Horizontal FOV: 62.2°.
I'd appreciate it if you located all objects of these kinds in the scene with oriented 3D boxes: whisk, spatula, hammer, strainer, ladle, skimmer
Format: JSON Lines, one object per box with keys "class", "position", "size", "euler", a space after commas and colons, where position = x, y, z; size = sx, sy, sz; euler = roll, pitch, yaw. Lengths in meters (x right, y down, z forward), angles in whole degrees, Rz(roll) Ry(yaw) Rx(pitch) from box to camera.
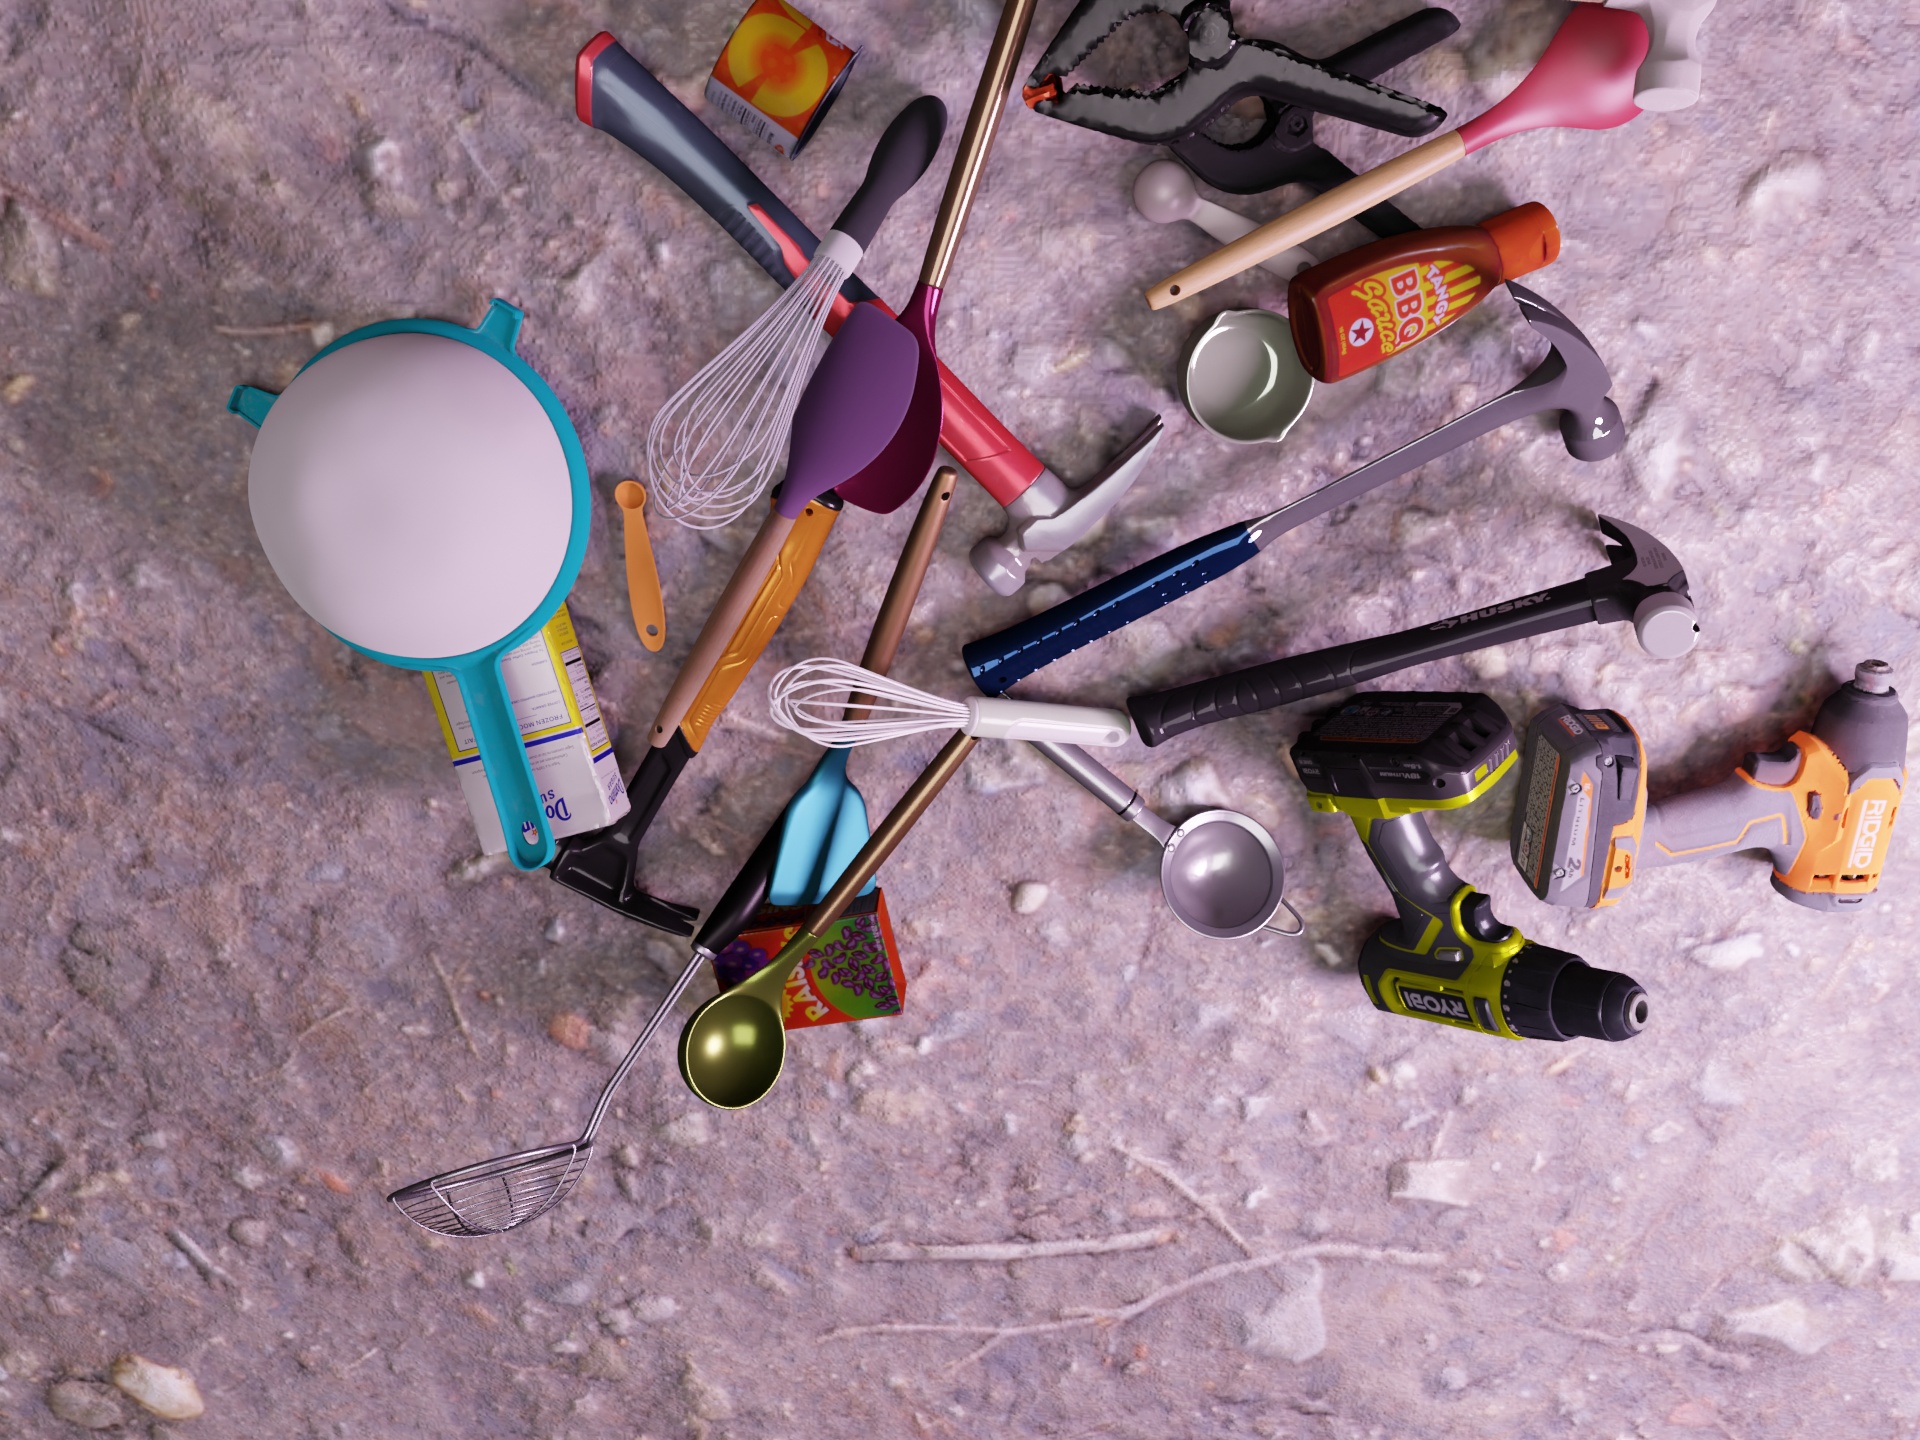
{"class": "whisk", "position": [-0.082, -0.224, 0.849], "size": [0.070, 0.070, 0.285], "euler": [33, 76, -12]}
{"class": "whisk", "position": [-0.002, -0.003, 0.975], "size": [0.246, 0.059, 0.057], "euler": [5, 137, -26]}
{"class": "spatula", "position": [-0.052, -0.015, 0.997], "size": [0.082, 0.044, 0.317], "euler": [-2, 130, -33]}
{"class": "hammer", "position": [0.258, -0.043, 0.961], "size": [0.335, 0.146, 0.035], "euler": [-16, 113, 22]}
{"class": "strainer", "position": [0.118, 0.061, 1.045], "size": [0.258, 0.050, 0.087], "euler": [39, 75, -8]}
{"class": "hammer", "position": [0.180, -0.118, 0.940], "size": [0.405, 0.035, 0.143], "euler": [-26, 142, 18]}
{"class": "ladle", "position": [-0.077, 0.124, 1.037], "size": [0.078, 0.062, 0.320], "euler": [30, 105, -33]}
{"class": "ladle", "position": [0.242, -0.298, 0.850], "size": [0.315, 0.031, 0.069], "euler": [-27, 111, 4]}
{"class": "strainer", "position": [-0.313, -0.067, 0.928], "size": [0.211, 0.095, 0.340], "euler": [-15, 96, 10]}
{"class": "hammer", "position": [0.217, -0.396, 0.818], "size": [0.331, 0.031, 0.130], "euler": [7, 92, 6]}
{"class": "spatula", "position": [-0.114, -0.102, 0.946], "size": [0.060, 0.018, 0.315], "euler": [38, 116, 6]}
{"class": "hammer", "position": [-0.160, -0.009, 1.030], "size": [0.127, 0.034, 0.336], "euler": [29, 113, -9]}
{"class": "hammer", "position": [-0.056, -0.248, 0.912], "size": [0.143, 0.038, 0.386], "euler": [-42, 106, 18]}
{"class": "skimmer", "position": [-0.227, 0.185, 1.042], "size": [0.090, 0.127, 0.363], "euler": [33, 81, 12]}

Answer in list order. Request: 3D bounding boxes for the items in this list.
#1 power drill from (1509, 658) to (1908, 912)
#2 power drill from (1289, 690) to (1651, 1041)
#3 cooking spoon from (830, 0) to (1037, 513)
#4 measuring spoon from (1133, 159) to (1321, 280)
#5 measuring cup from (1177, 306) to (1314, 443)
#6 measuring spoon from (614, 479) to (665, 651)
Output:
{"class": "power drill", "position": [0.476, 0.040, 0.998], "size": [0.226, 0.084, 0.164], "euler": [-1, 115, -2]}
{"class": "power drill", "position": [0.312, 0.099, 0.986], "size": [0.080, 0.191, 0.228], "euler": [-35, 110, -29]}
{"class": "cooking spoon", "position": [-0.008, -0.264, 0.873], "size": [0.069, 0.017, 0.318], "euler": [24, 112, 10]}
{"class": "measuring spoon", "position": [0.155, -0.277, 0.898], "size": [0.124, 0.018, 0.034], "euler": [25, 113, -9]}
{"class": "measuring cup", "position": [0.201, -0.223, 0.918], "size": [0.167, 0.038, 0.083], "euler": [-30, 112, -1]}
{"class": "measuring spoon", "position": [-0.201, -0.098, 1.006], "size": [0.021, 0.011, 0.116], "euler": [0, 118, 7]}
